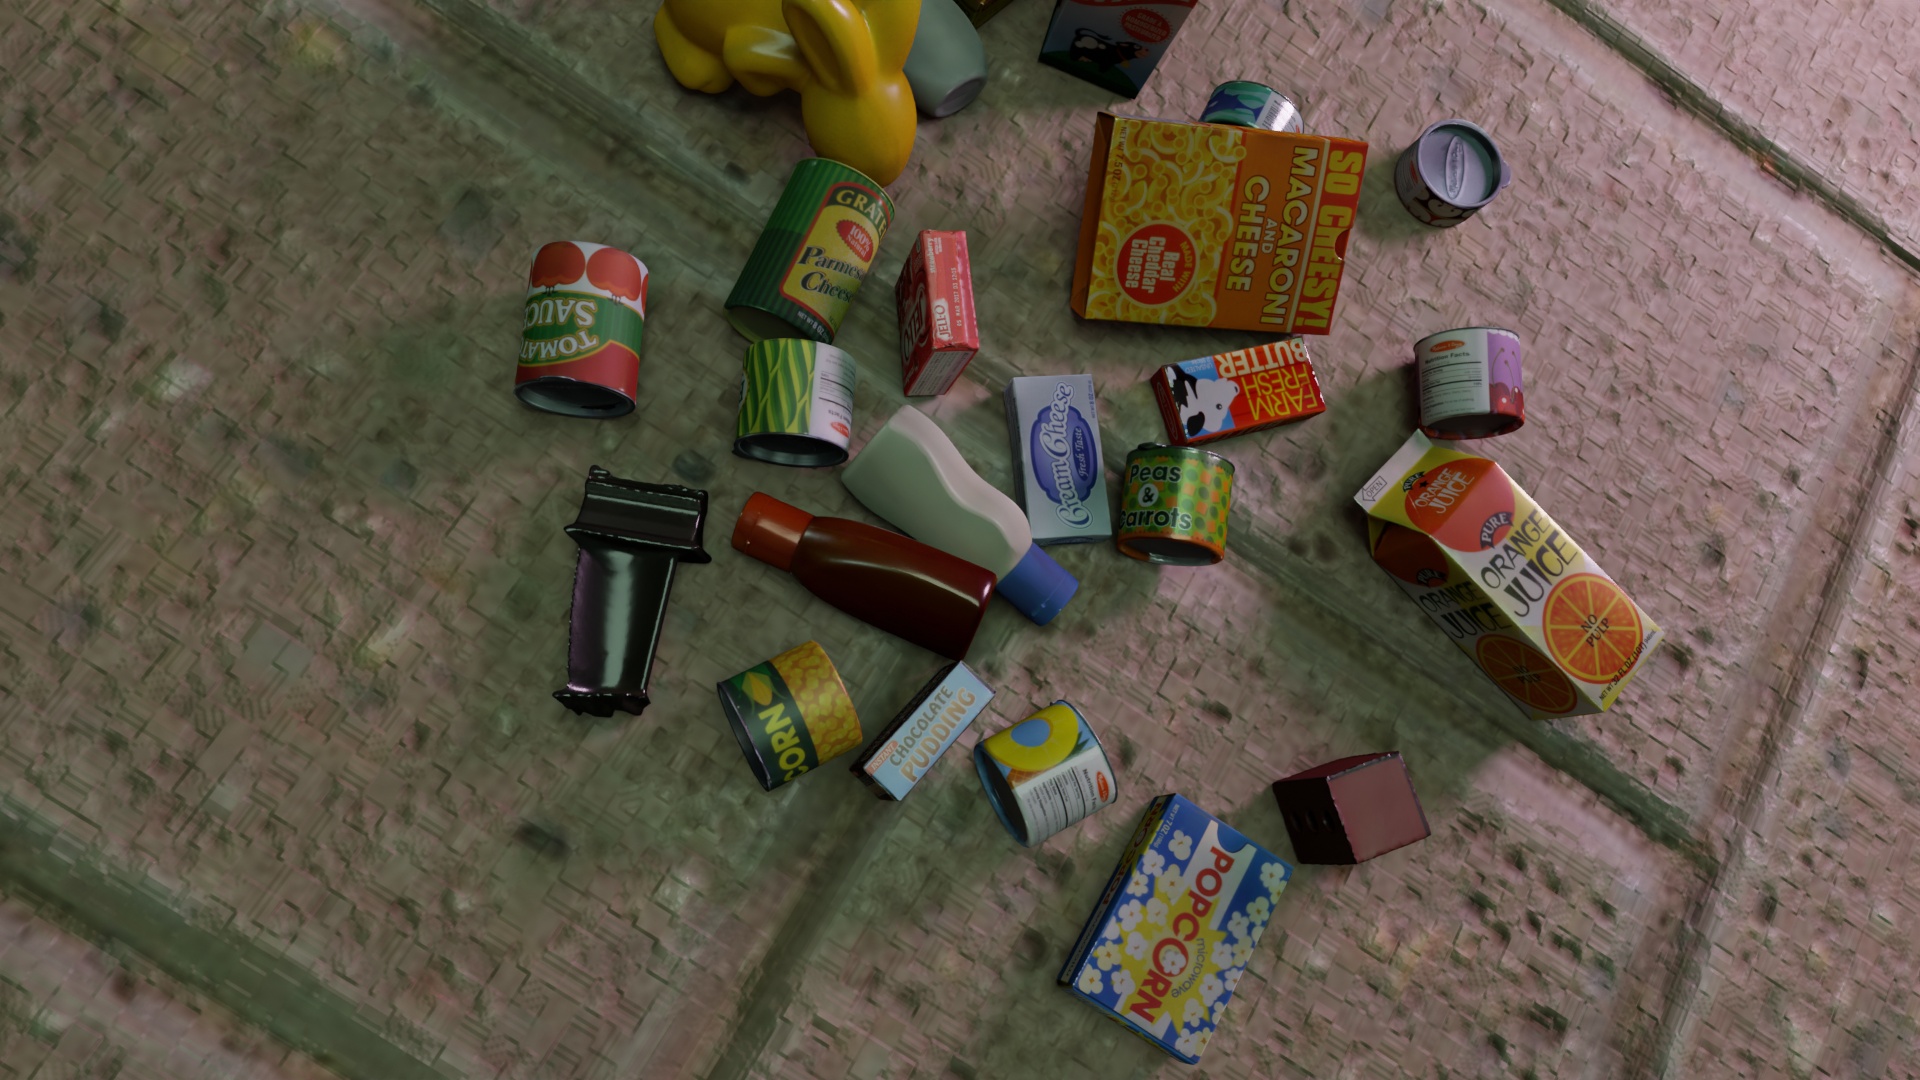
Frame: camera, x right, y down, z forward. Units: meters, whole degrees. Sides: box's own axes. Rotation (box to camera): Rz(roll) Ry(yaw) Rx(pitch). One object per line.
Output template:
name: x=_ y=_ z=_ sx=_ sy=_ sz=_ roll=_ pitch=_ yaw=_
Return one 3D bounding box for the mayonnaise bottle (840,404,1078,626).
mayonnaise bottle: x=0.003 y=-0.010 z=0.815 sx=0.148 sy=0.064 sz=0.041 roll=41 pitch=37 yaw=-5

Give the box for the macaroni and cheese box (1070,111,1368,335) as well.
macaroni and cheese box: x=0.161 y=-0.196 z=0.870 sx=0.167 sy=0.040 sz=0.123 roll=2 pitch=112 yaw=-12

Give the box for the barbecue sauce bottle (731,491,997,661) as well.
barbecue sauce bottle: x=-0.057 y=0.017 z=0.796 sx=0.148 sy=0.064 sz=0.044 roll=23 pitch=49 yaw=2

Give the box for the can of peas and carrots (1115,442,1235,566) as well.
can of peas and carrots: x=0.128 y=-0.021 z=0.839 sx=0.071 sy=0.070 sz=0.059 roll=11 pitch=76 yaw=-10

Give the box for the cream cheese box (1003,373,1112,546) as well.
cream cheese box: x=0.059 y=-0.049 z=0.853 sx=0.053 sy=0.024 sz=0.104 roll=-4 pitch=79 yaw=-12

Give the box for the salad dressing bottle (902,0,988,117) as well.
salad dressing bottle: x=-0.041 y=-0.342 z=0.887 sx=0.064 sy=0.044 sz=0.147 roll=-33 pitch=85 yaw=-18

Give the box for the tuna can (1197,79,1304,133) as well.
tuna can: x=0.186 y=-0.266 z=0.910 sx=0.071 sy=0.071 sz=0.033 roll=29 pitch=75 yaw=-5

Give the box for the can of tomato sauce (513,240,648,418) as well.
can of tomato sauce: x=-0.214 y=-0.119 z=0.784 sx=0.071 sy=0.071 sz=0.083 roll=6 pitch=76 yaw=-11

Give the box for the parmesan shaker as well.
parmesan shaker: x=-0.088 y=-0.164 z=0.826 sx=0.071 sy=0.071 sz=0.103 roll=25 pitch=74 yaw=-6

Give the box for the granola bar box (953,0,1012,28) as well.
granola bar box: x=-0.005 y=-0.435 z=0.917 sx=0.124 sy=0.039 sz=0.165 roll=-43 pitch=90 yaw=-18

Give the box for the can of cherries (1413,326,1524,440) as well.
can of cherries: x=0.333 y=-0.101 z=0.905 sx=0.071 sy=0.071 sz=0.058 roll=3 pitch=78 yaw=-12

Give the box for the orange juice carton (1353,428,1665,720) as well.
orange juice carton: x=0.335 y=0.019 z=0.874 sx=0.192 sy=0.073 sz=0.072 roll=46 pitch=73 yaw=1

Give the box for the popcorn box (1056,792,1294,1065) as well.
popcorn box: x=0.124 y=0.222 z=0.800 sx=0.085 sy=0.038 sz=0.127 roll=33 pitch=73 yaw=-3

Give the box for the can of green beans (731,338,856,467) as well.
can of green beans: x=-0.095 y=-0.079 z=0.804 sx=0.071 sy=0.071 sz=0.058 roll=6 pitch=76 yaw=-11

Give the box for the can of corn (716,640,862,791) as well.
can of corn: x=-0.093 y=0.097 z=0.763 sx=0.058 sy=0.071 sz=0.071 roll=-25 pitch=84 yaw=-17

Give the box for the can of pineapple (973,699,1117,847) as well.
can of pineapple: x=0.047 y=0.132 z=0.790 sx=0.058 sy=0.071 sz=0.071 roll=-25 pitch=84 yaw=-16

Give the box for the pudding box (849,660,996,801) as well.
pudding box: x=-0.022 y=0.108 z=0.787 sx=0.030 sy=0.049 sz=0.084 roll=45 pitch=73 yaw=-2

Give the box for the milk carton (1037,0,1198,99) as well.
milk carton: x=0.113 y=-0.357 z=0.846 sx=0.073 sy=0.190 sz=0.072 roll=20 pitch=75 yaw=-8

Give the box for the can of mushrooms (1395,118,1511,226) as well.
can of mushrooms: x=0.338 y=-0.252 z=0.955 sx=0.071 sy=0.033 sz=0.071 roll=3 pitch=77 yaw=-12

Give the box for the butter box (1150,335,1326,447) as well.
butter box: x=0.179 y=-0.094 z=0.890 sx=0.104 sy=0.024 sz=0.053 roll=-13 pitch=80 yaw=-15
